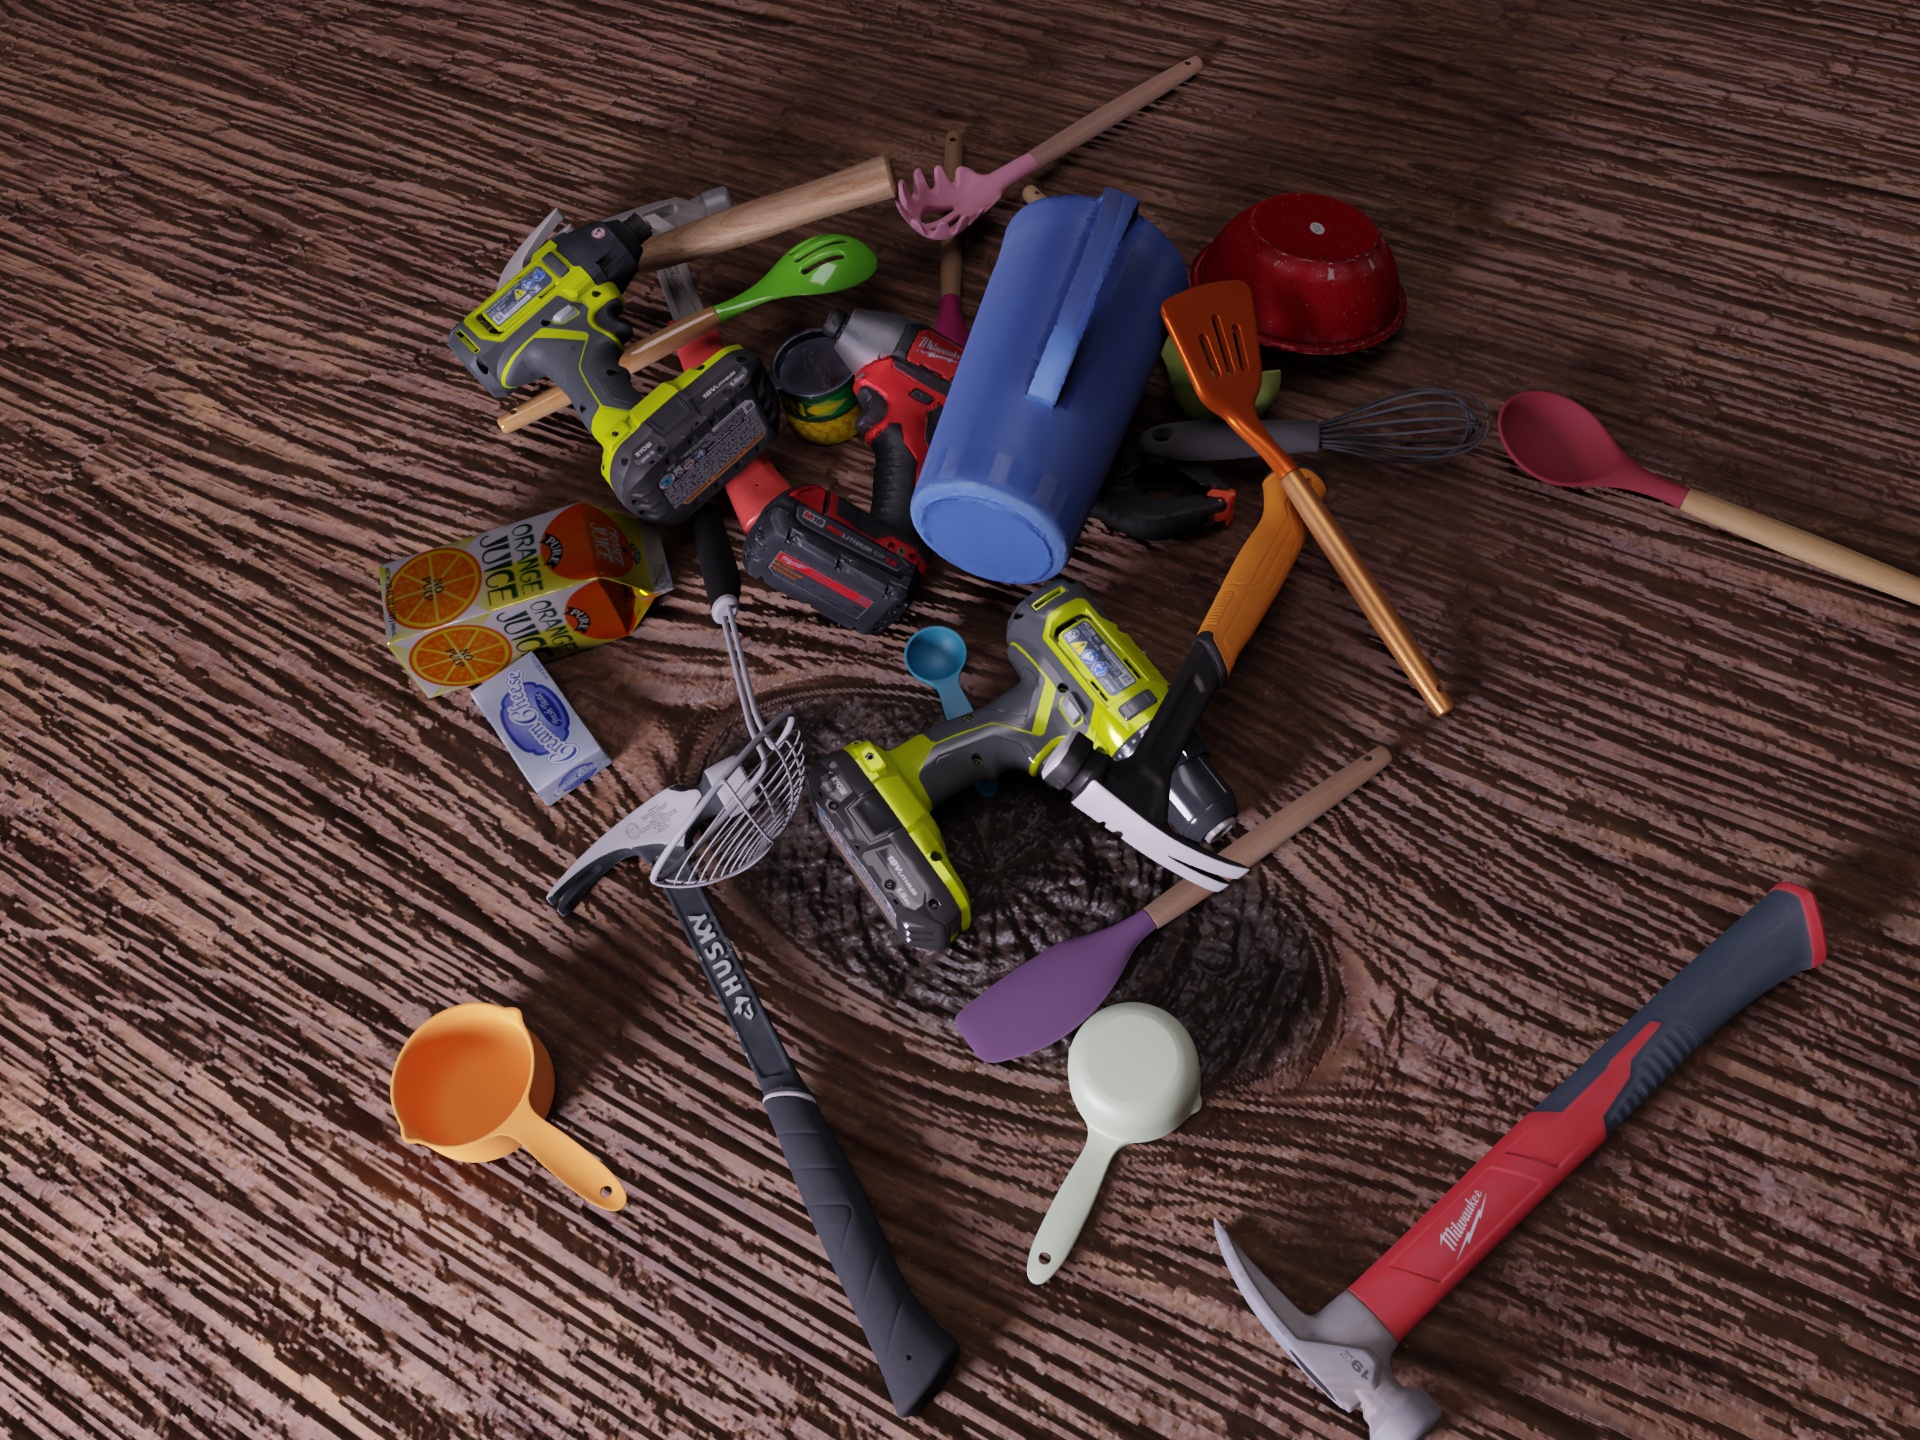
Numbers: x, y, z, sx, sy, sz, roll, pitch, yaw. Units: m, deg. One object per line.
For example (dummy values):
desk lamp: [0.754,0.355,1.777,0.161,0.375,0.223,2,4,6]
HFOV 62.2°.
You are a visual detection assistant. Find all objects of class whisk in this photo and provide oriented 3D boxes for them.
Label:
whisk: [0.242,-0.198,1.090,0.239,0.055,0.055,-3,60,1]

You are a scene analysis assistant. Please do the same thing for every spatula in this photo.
spatula: [0.136,0.107,0.960,0.316,0.018,0.060,-34,44,-11]
spatula: [0.231,-0.144,1.033,0.081,0.041,0.323,-22,74,-30]

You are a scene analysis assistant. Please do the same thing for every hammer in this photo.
hammer: [-0.207,-0.373,1.230,0.331,0.031,0.130,-15,62,11]
hammer: [0.171,-0.048,0.994,0.127,0.034,0.337,35,53,-3]
hammer: [-0.114,0.209,0.934,0.149,0.036,0.409,-29,60,-6]
hammer: [-0.206,-0.274,1.227,0.149,0.036,0.359,-20,59,-3]
hammer: [0.317,0.209,0.863,0.386,0.038,0.143,-38,60,-13]

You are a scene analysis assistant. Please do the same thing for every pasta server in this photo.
pasta server: [0.078,-0.467,1.280,0.316,0.040,0.060,-36,71,-18]

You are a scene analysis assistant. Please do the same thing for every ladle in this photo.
ladle: [0.130,-0.323,1.191,0.078,0.062,0.320,-12,52,-28]
ladle: [0.500,-0.136,1.039,0.315,0.031,0.069,29,71,21]

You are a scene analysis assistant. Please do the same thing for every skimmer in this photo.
skimmer: [-0.168,-0.042,1.022,0.090,0.127,0.364,17,35,-32]

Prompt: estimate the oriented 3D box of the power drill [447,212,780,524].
power drill: [-0.240,-0.261,1.142,0.171,0.080,0.223,-43,69,-8]

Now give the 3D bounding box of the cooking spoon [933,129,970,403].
cooking spoon: [-0.008,-0.350,1.249,0.069,0.017,0.319,-3,60,6]

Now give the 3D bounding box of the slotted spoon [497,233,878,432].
slotted spoon: [-0.207,-0.294,1.203,0.314,0.031,0.070,-29,52,-6]

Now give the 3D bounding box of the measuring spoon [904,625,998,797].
measuring spoon: [-0.002,-0.003,1.053,0.042,0.021,0.129,-19,68,-5]

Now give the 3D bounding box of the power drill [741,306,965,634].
power drill: [-0.060,-0.183,1.099,0.143,0.078,0.220,29,64,-13]

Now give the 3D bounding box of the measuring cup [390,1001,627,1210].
measuring cup: [-0.253,0.238,0.931,0.174,0.052,0.095,31,69,22]

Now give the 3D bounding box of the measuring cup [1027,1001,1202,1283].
measuring cup: [0.077,0.233,0.886,0.083,0.038,0.168,22,64,20]

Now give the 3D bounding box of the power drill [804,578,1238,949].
power drill: [0.039,0.039,0.982,0.228,0.080,0.191,-33,70,-13]
